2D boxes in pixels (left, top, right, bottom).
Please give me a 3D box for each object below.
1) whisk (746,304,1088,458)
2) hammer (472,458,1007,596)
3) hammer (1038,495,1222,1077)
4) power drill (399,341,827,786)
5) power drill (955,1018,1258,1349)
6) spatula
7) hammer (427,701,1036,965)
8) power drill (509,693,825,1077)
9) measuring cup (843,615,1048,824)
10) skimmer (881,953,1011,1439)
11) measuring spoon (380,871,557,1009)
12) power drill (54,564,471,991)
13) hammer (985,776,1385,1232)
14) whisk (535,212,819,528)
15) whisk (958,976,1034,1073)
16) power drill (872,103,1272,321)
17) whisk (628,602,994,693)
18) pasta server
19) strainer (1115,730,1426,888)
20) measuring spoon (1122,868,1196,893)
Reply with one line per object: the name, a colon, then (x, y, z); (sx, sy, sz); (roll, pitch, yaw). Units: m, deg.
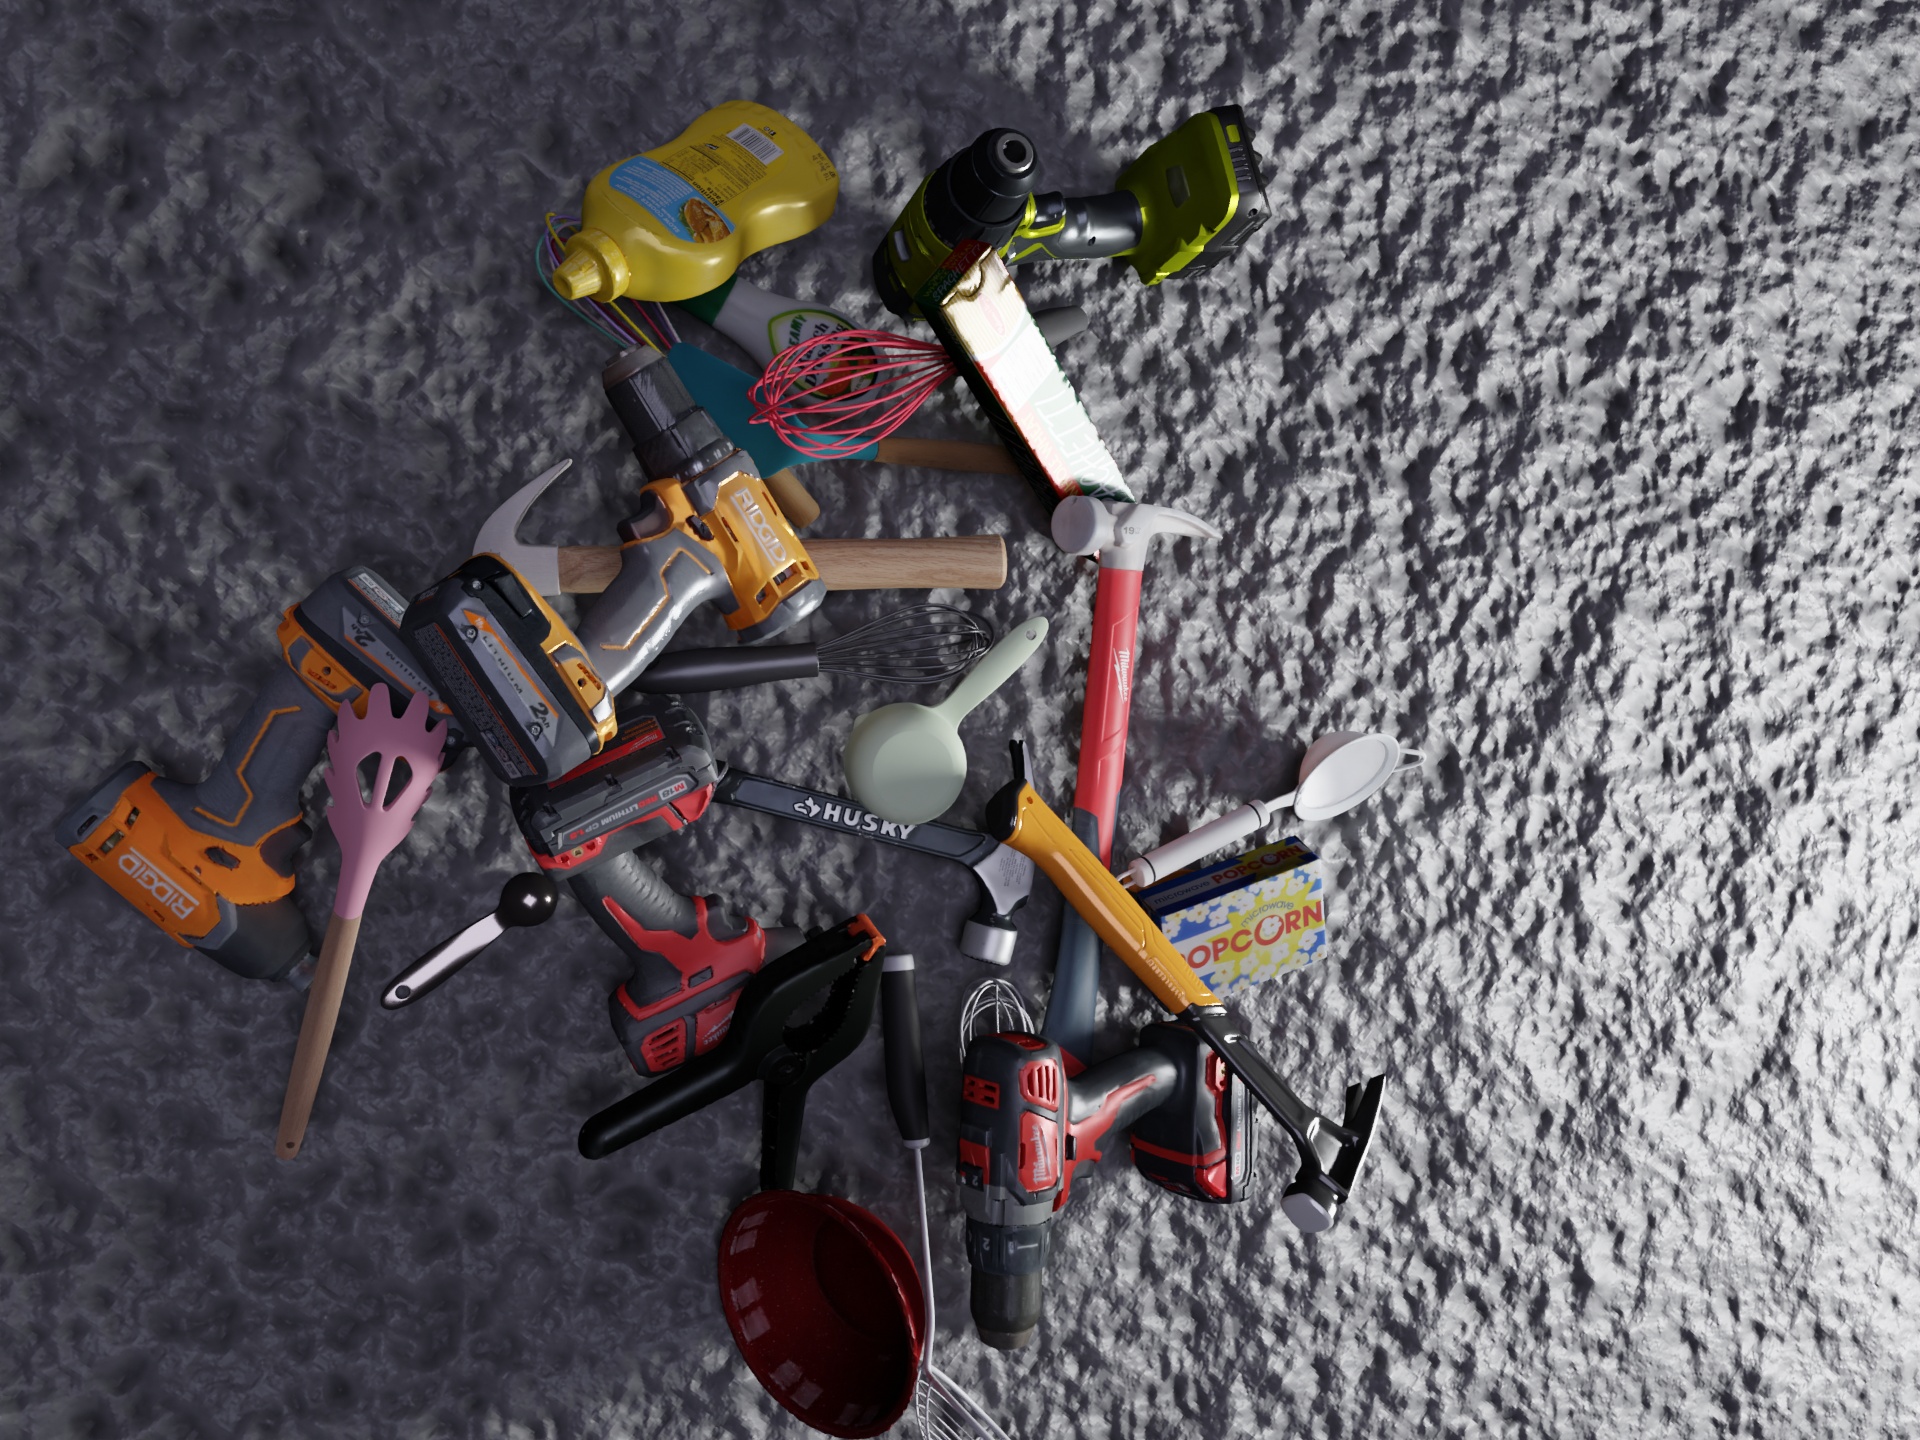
whisk: (-0.015, -0.220, 0.982); (0.296, 0.073, 0.073); (-28, 100, -42)
hammer: (-0.134, -0.099, 0.996); (0.331, 0.031, 0.130); (-3, 99, -12)
hammer: (0.102, 0.049, 1.069); (0.143, 0.038, 0.386); (-1, 98, -45)
power drill: (-0.198, -0.092, 0.890); (0.226, 0.084, 0.185); (-41, 109, -35)
power drill: (0.089, 0.285, 1.014); (0.226, 0.080, 0.188); (1, 91, -41)
spatula: (-0.037, -0.178, 1.017); (0.317, 0.044, 0.082); (0, 121, -30)
hammer: (-0.138, 0.039, 1.013); (0.408, 0.036, 0.149); (16, 86, -15)
power drill: (-0.168, 0.104, 0.955); (0.143, 0.079, 0.219); (-25, 122, -11)
measuring cup: (-0.002, -0.003, 1.001); (0.167, 0.038, 0.083); (-45, 105, -1)
skimmer: (0.006, 0.331, 1.033); (0.090, 0.127, 0.363); (-5, 83, -11)
measuring spoon: (-0.302, 0.138, 0.976); (0.124, 0.018, 0.034); (-37, 101, -12)
power drill: (-0.374, 0.041, 0.907); (0.226, 0.084, 0.164); (-43, 103, 4)
hammer: (0.141, 0.163, 1.014); (0.337, 0.034, 0.127); (48, 44, -6)
whisk: (-0.175, -0.216, 0.994); (0.051, 0.047, 0.245); (-44, 105, -12)
whisk: (0.026, 0.291, 1.061); (0.057, 0.059, 0.246); (-10, 100, -45)
power drill: (0.072, -0.320, 0.988); (0.228, 0.190, 0.080); (-15, 88, -20)
whisk: (-0.095, -0.042, 1.020); (0.239, 0.055, 0.055); (-7, 93, -11)
pasta server: (-0.348, 0.124, 0.893); (0.060, 0.040, 0.316); (13, 117, -22)
strainer: (0.209, 0.059, 1.095); (0.258, 0.086, 0.050); (-24, 53, -22)
measuring spoon: (0.168, 0.115, 1.117); (0.117, 0.011, 0.021); (4, 94, -13)
